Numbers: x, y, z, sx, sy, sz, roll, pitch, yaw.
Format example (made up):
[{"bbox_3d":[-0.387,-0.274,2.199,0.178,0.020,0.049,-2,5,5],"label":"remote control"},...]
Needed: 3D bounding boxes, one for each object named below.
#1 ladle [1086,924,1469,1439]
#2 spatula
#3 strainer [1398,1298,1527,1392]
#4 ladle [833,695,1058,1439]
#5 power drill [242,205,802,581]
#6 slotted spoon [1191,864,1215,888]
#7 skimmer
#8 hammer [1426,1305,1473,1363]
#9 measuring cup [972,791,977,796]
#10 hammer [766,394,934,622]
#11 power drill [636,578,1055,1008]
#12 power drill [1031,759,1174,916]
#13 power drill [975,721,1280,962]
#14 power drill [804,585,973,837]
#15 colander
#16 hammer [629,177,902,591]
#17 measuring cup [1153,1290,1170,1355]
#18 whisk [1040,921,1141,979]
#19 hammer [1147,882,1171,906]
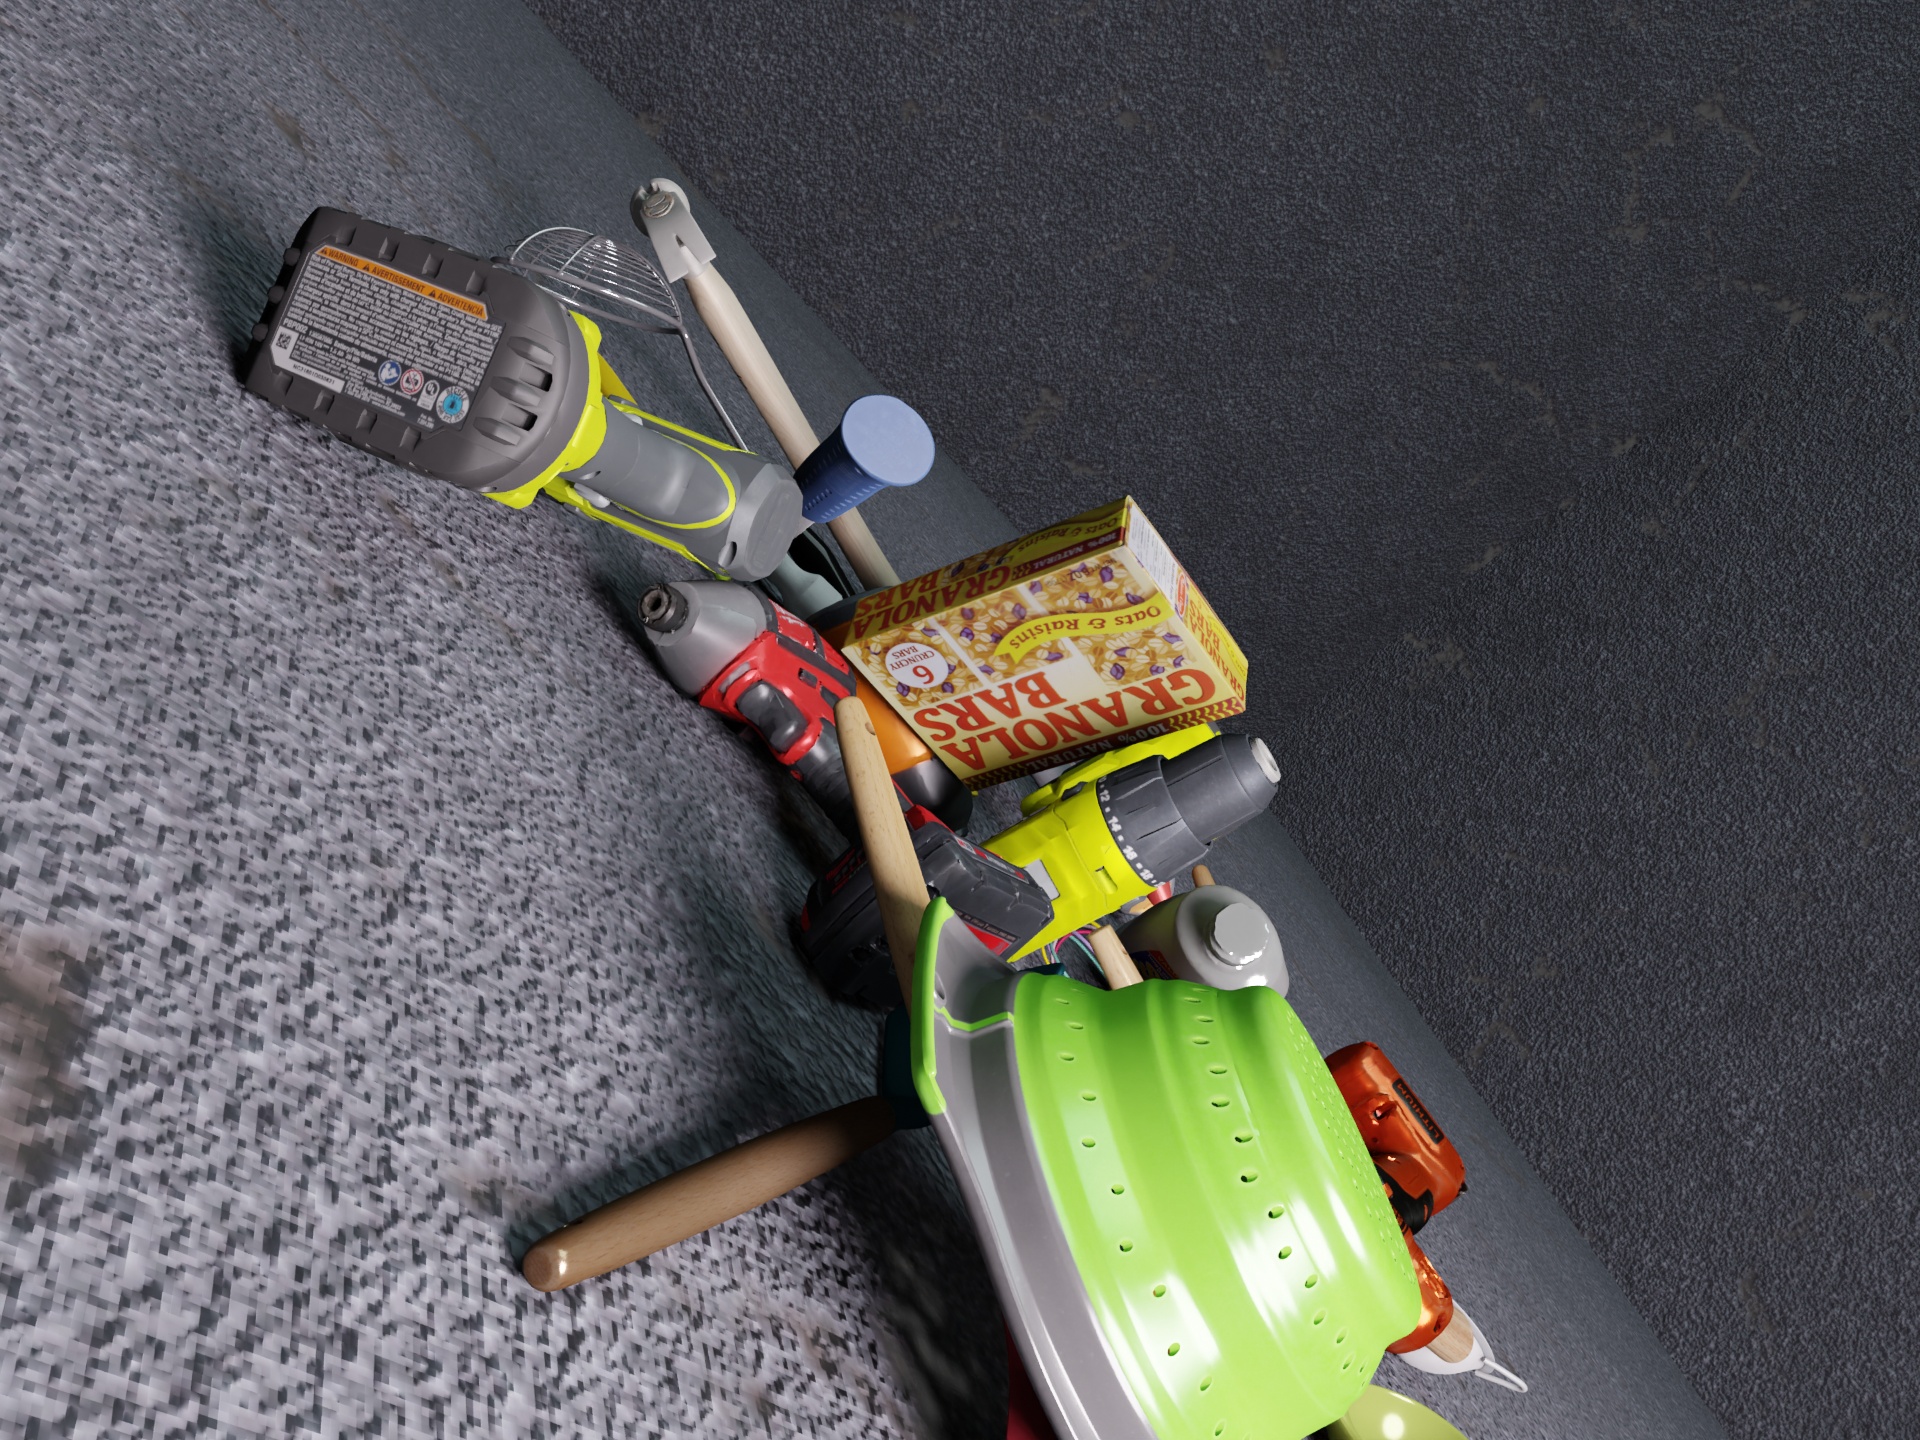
[{"bbox_3d":[0.151,0.236,0.753,0.320,0.062,0.078,62,16,2],"label":"ladle"},{"bbox_3d":[-0.043,0.123,0.515,0.317,0.082,0.044,6,67,-69],"label":"spatula"},{"bbox_3d":[0.258,0.341,1.041,0.259,0.050,0.086,49,-21,34],"label":"strainer"},{"bbox_3d":[0.002,0.127,0.506,0.069,0.031,0.316,25,41,-53],"label":"ladle"},{"bbox_3d":[-0.182,-0.128,0.673,0.171,0.080,0.223,23,1,16],"label":"power drill"},{"bbox_3d":[0.207,0.203,1.130,0.314,0.031,0.070,-102,175,-57],"label":"slotted spoon"},{"bbox_3d":[-0.174,-0.171,1.067,0.363,0.090,0.127,58,-6,-12],"label":"skimmer"},{"bbox_3d":[0.187,0.278,0.879,0.331,0.031,0.130,40,23,-30],"label":"hammer"},{"bbox_3d":[-0.026,0.010,1.039,0.156,0.029,0.062,36,17,-45],"label":"measuring cup"},{"bbox_3d":[-0.088,-0.119,0.854,0.144,0.035,0.405,45,-11,-10],"label":"hammer"},{"bbox_3d":[-0.063,0.023,0.724,0.220,0.078,0.143,52,9,30],"label":"power drill"},{"bbox_3d":[0.074,0.034,1.264,0.226,0.084,0.186,49,9,-31],"label":"power drill"},{"bbox_3d":[0.087,0.055,0.838,0.080,0.190,0.228,61,17,3],"label":"power drill"},{"bbox_3d":[-0.002,-0.003,0.961,0.226,0.084,0.164,-20,89,-66],"label":"power drill"},{"bbox_3d":[0.118,0.216,0.523,0.396,0.094,0.205,60,12,-19],"label":"colander"},{"bbox_3d":[-0.103,-0.176,1.111,0.410,0.038,0.146,59,1,-37],"label":"hammer"},{"bbox_3d":[0.103,0.261,0.656,0.095,0.052,0.174,52,28,-3],"label":"measuring cup"},{"bbox_3d":[0.126,0.213,0.930,0.245,0.047,0.051,54,9,3],"label":"whisk"},{"bbox_3d":[0.125,0.086,1.121,0.149,0.036,0.359,-42,109,-81],"label":"hammer"}]
